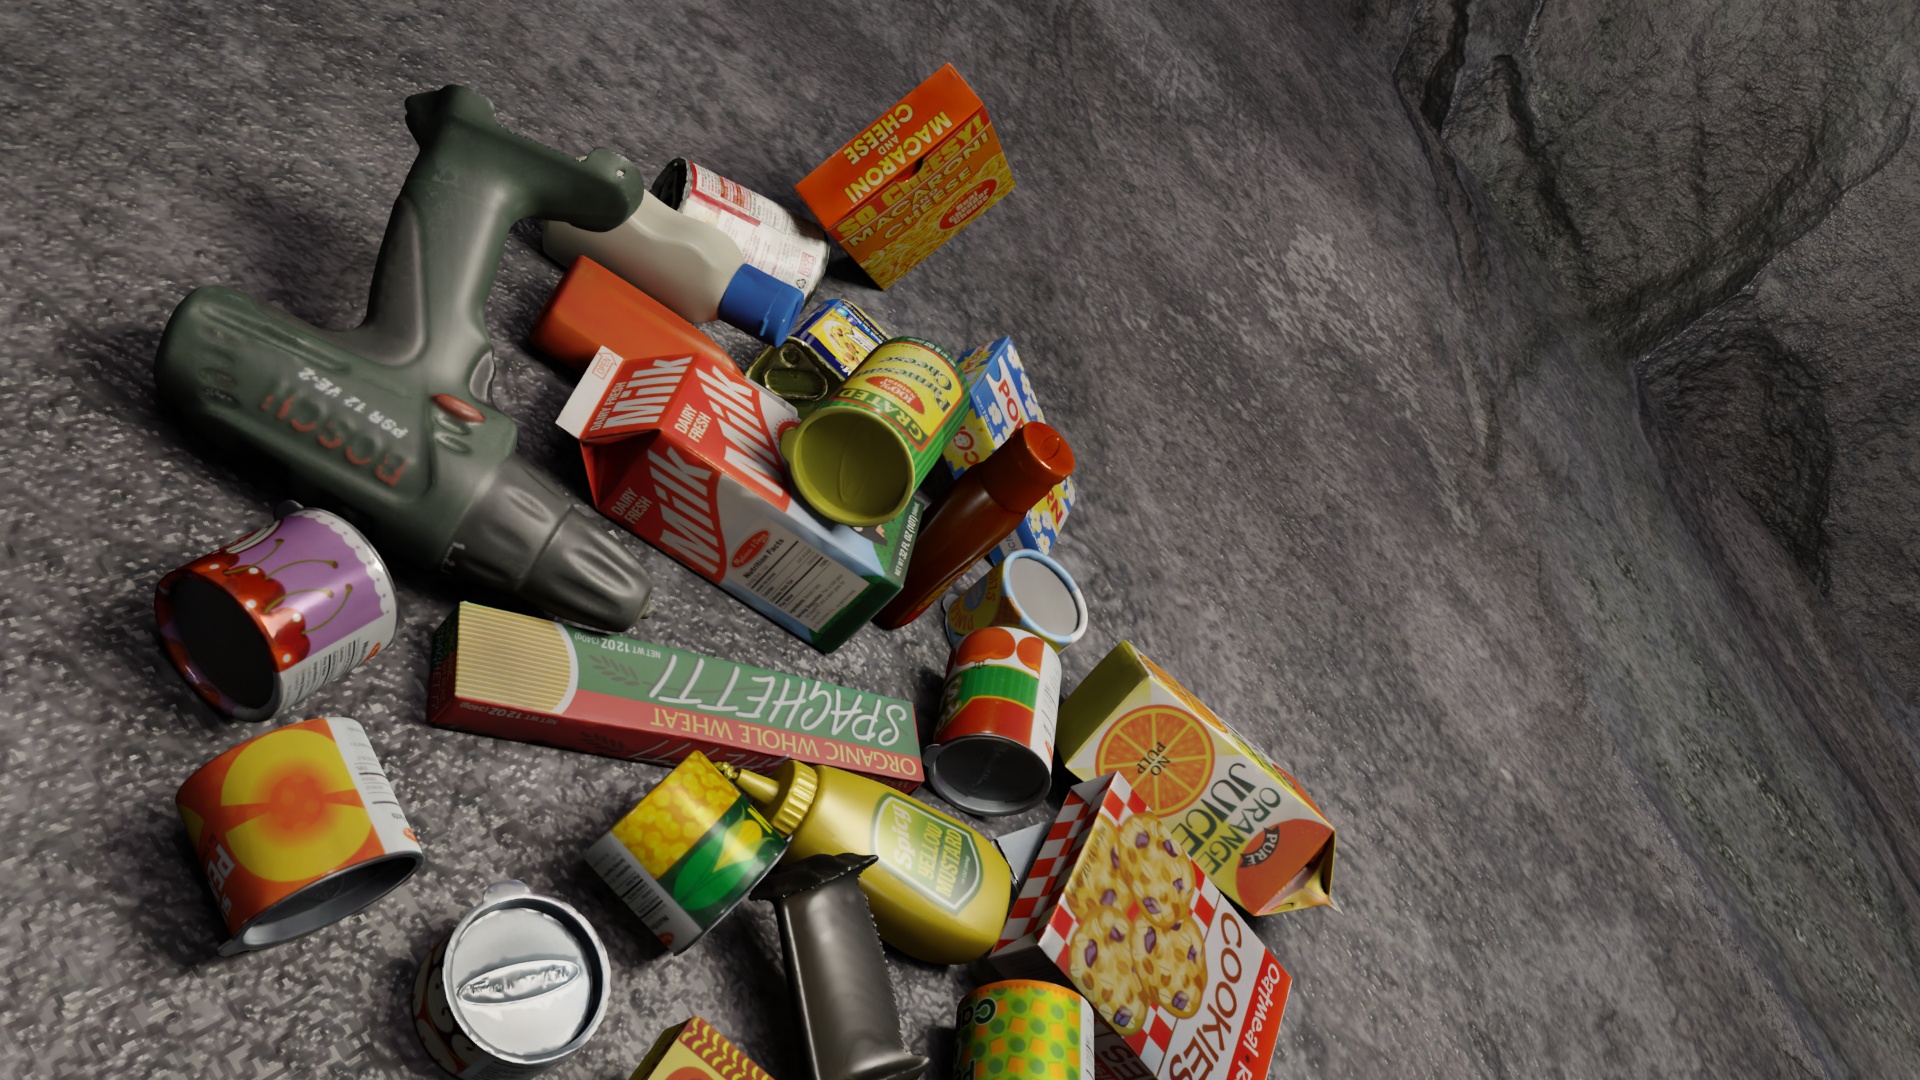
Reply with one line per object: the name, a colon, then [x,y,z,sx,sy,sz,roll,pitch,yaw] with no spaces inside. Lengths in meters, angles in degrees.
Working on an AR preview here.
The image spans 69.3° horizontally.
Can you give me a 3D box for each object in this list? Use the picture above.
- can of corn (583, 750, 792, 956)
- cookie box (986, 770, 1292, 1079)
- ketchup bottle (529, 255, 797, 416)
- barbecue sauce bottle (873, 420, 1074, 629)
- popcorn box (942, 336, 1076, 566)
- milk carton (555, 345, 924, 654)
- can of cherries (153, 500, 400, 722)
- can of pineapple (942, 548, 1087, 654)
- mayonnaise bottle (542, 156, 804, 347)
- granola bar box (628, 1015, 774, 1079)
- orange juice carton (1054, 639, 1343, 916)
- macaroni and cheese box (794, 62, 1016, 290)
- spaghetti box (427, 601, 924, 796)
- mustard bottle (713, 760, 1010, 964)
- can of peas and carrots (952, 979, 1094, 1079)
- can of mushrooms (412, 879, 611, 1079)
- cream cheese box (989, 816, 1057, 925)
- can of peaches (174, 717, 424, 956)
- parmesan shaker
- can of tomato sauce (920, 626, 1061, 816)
can of corn: [-0.116,0.131,0.595,0.058,0.071,0.071,47,36,-1]
cookie box: [0.099,0.225,0.726,0.167,0.040,0.123,50,41,-13]
ketchup bottle: [-0.162,-0.097,0.779,0.149,0.043,0.065,31,39,-22]
barbecue sauce bottle: [0.003,-0.010,0.779,0.043,0.148,0.065,45,36,-4]
popcorn box: [0.028,-0.056,0.901,0.126,0.038,0.085,65,31,-23]
milk carton: [-0.119,-0.029,0.735,0.190,0.073,0.073,34,38,-18]
can of cherries: [-0.266,0.027,0.539,0.071,0.071,0.059,48,37,-1]
can of pineapple: [0.032,0.046,0.835,0.071,0.057,0.071,27,41,-26]
mayonnaise bottle: [-0.162,-0.159,0.791,0.148,0.064,0.041,27,40,-1]
granola bar box: [-0.077,0.277,0.506,0.165,0.039,0.125,43,48,-7]
orange juice carton: [0.150,0.151,0.827,0.192,0.073,0.072,39,7,-12]
macaroni and cheese box: [-0.030,-0.234,0.918,0.040,0.123,0.166,53,6,7]
spaghetti box: [-0.124,0.082,0.664,0.250,0.028,0.050,18,46,-35]
mustard bottle: [-0.049,0.146,0.665,0.160,0.048,0.066,33,39,-20]
can of peas and carrots: [0.027,0.244,0.640,0.071,0.070,0.059,31,39,-23]
can of mushrooms: [-0.172,0.169,0.531,0.071,0.033,0.071,27,41,-26]
cream cheese box: [0.056,0.180,0.763,0.104,0.024,0.053,-6,61,-48]
can of peaches: [-0.238,0.105,0.496,0.071,0.071,0.058,-13,67,-51]
parmesan shaker: [-0.042,-0.061,0.725,0.071,0.071,0.103,43,32,-8]
can of tomato sauce: [0.018,0.098,0.766,0.071,0.071,0.083,34,37,-19]
